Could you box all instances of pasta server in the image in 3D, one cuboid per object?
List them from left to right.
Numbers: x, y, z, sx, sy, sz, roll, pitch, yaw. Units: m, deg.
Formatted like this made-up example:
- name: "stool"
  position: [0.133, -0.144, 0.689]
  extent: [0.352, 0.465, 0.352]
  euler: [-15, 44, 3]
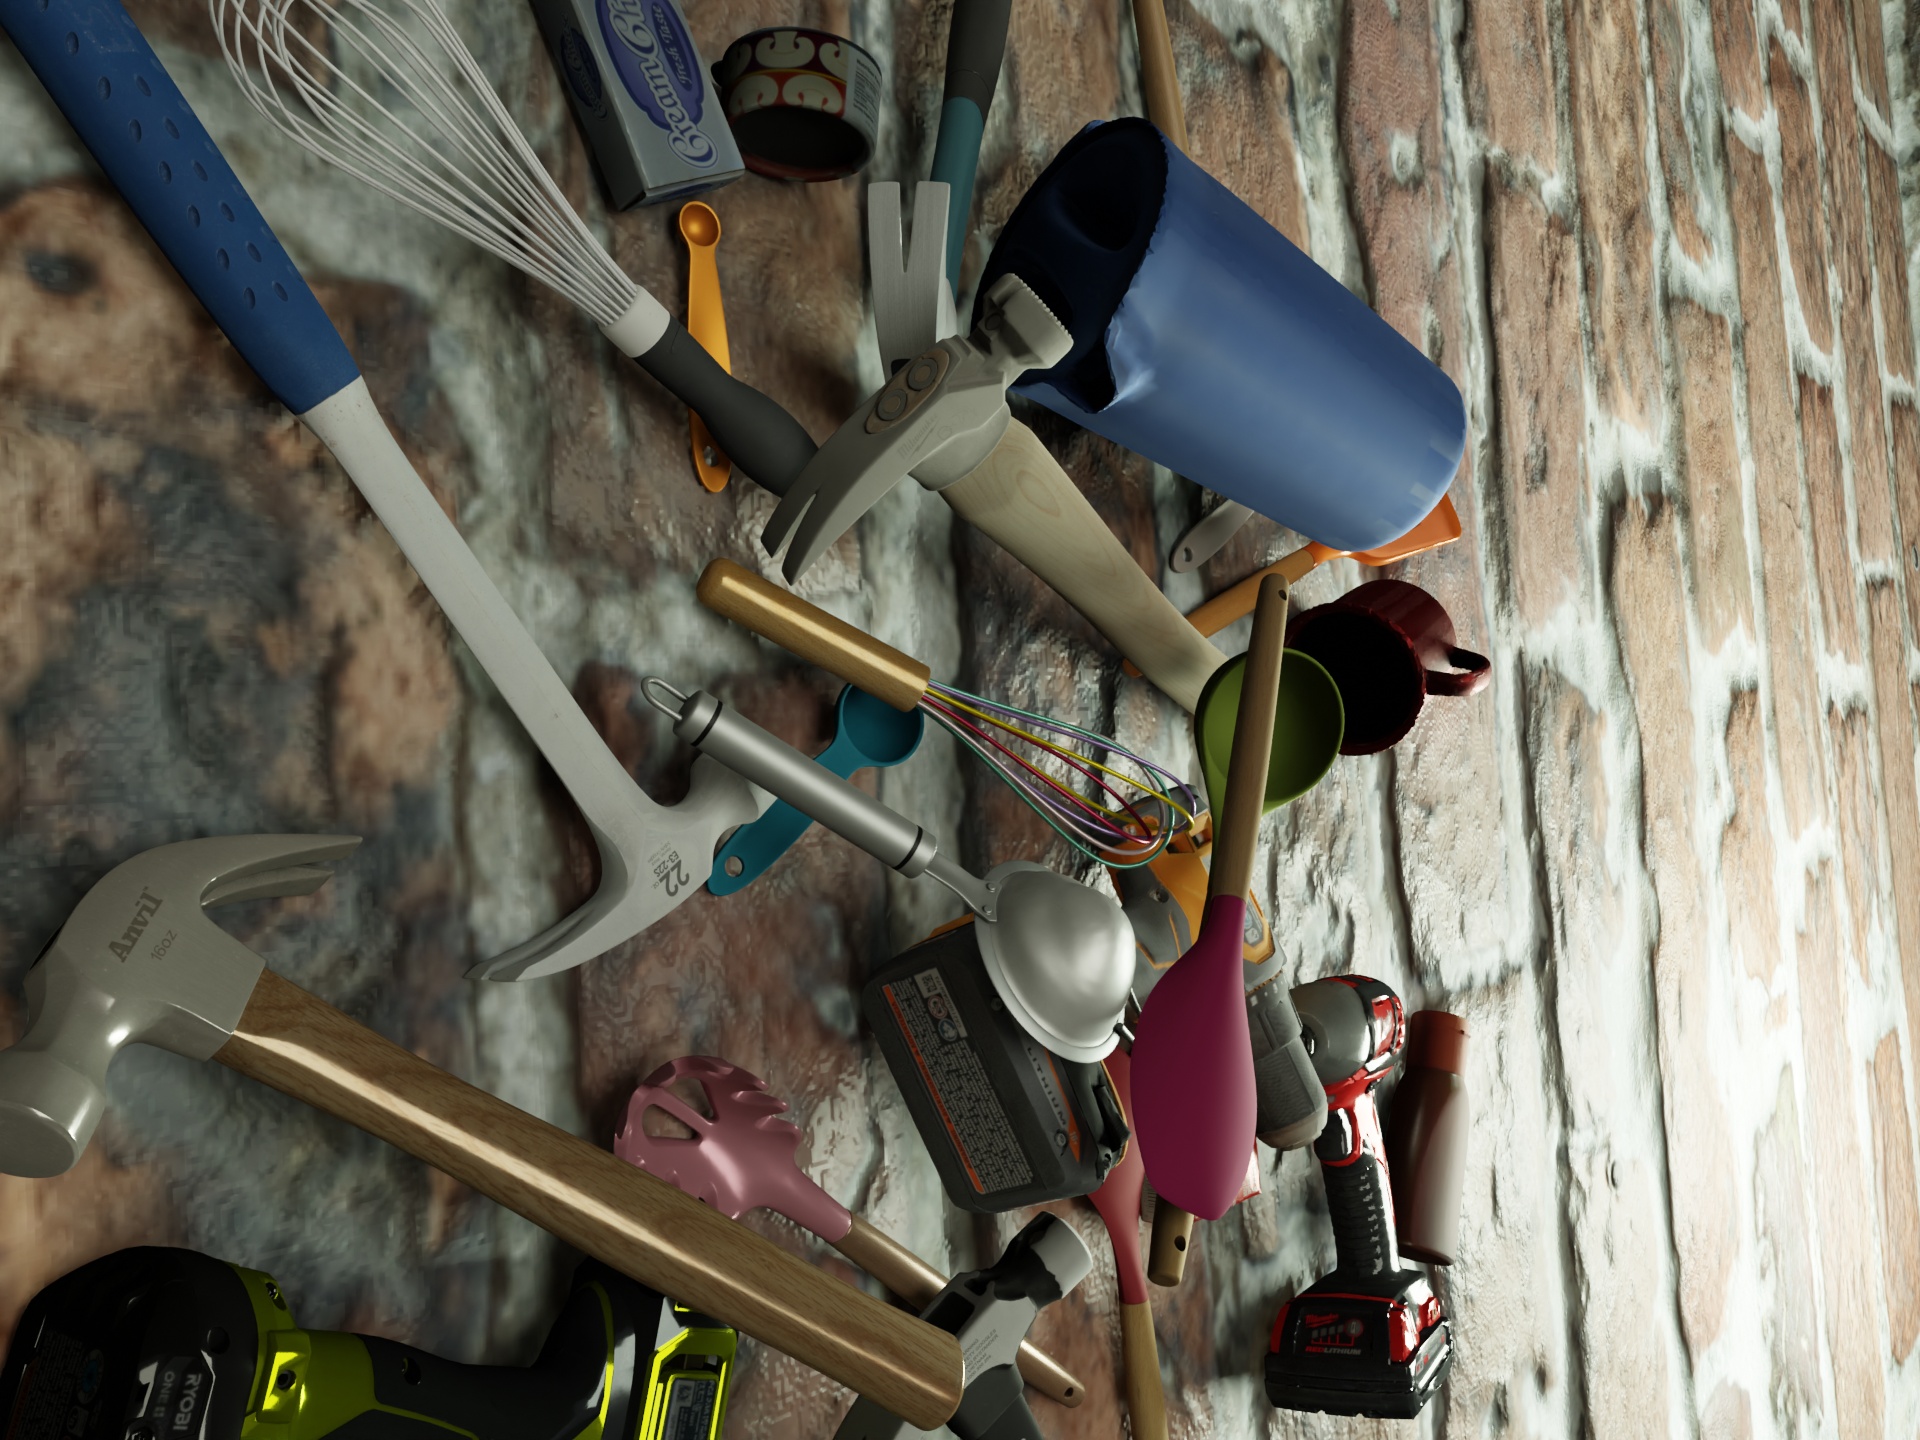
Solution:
- name: "pasta server"
  position: [-0.031, 0.223, 0.652]
  extent: [0.060, 0.040, 0.315]
  euler: [-49, 125, -10]

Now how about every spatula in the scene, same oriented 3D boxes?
- name: "spatula"
  position: [0.133, -0.287, 0.887]
  extent: [0.082, 0.044, 0.317]
  euler: [-13, 94, -37]
- name: "spatula"
  position: [0.196, -0.090, 0.931]
  extent: [0.322, 0.041, 0.081]
  euler: [-30, 91, -43]

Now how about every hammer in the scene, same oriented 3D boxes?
- name: "hammer"
  position: [-0.200, -0.092, 0.511]
  extent: [0.144, 0.035, 0.405]
  euler: [-49, 120, -39]
- name: "hammer"
  position: [-0.123, 0.144, 0.499]
  extent: [0.331, 0.031, 0.130]
  euler: [38, 30, -26]
- name: "hammer"
  position: [0.003, -0.286, 0.731]
  extent: [0.128, 0.033, 0.331]
  euler: [70, 26, -64]
- name: "hammer"
  position: [0.051, 0.384, 0.708]
  extent: [0.146, 0.035, 0.334]
  euler: [-37, 118, -26]
- name: "hammer"
  position: [0.077, -0.043, 0.764]
  extent: [0.410, 0.146, 0.038]
  euler: [34, 17, -50]

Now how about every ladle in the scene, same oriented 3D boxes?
- name: "ladle"
  position: [0.086, 0.308, 0.777]
  extent: [0.069, 0.031, 0.315]
  euler: [-11, 95, -44]
- name: "ladle"
  position: [0.121, 0.092, 0.700]
  extent: [0.078, 0.062, 0.320]
  euler: [34, 47, -18]

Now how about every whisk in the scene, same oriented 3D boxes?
- name: "whisk"
  position: [-0.140, -0.163, 0.567]
  extent: [0.284, 0.070, 0.070]
  euler: [41, 57, -39]
- name: "whisk"
  position: [-0.002, -0.001, 0.671]
  extent: [0.244, 0.047, 0.051]
  euler: [28, 99, -20]

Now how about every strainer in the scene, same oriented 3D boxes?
- name: "strainer"
  position: [-0.010, 0.054, 0.602]
  extent: [0.258, 0.050, 0.087]
  euler: [33, 38, -18]

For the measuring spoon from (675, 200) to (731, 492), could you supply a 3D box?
- name: "measuring spoon"
  position: [-0.105, -0.150, 0.642]
  extent: [0.021, 0.011, 0.117]
  euler: [-4, 92, -41]

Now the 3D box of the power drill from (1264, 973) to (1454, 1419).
- name: "power drill"
  position: [0.207, 0.250, 0.862]
  extent: [0.143, 0.078, 0.220]
  euler: [12, 73, -61]

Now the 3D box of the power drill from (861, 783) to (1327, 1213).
- name: "power drill"
  position: [0.079, 0.143, 0.727]
  extent: [0.226, 0.084, 0.185]
  euler: [-22, 85, -49]

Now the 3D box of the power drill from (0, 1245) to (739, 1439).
- name: "power drill"
  position: [-0.168, 0.245, 0.477]
  extent: [0.223, 0.080, 0.171]
  euler: [27, 65, -45]

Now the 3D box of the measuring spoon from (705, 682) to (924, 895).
- name: "measuring spoon"
  position: [-0.064, 0.028, 0.661]
  extent: [0.042, 0.021, 0.129]
  euler: [52, 60, -14]

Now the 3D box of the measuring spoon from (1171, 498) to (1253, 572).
- name: "measuring spoon"
  position: [0.151, -0.119, 0.911]
  extent: [0.124, 0.018, 0.034]
  euler: [-42, 116, -34]

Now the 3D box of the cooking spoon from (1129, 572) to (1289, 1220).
- name: "cooking spoon"
  position: [0.119, 0.057, 0.686]
  extent: [0.068, 0.017, 0.319]
  euler: [33, 51, -23]
